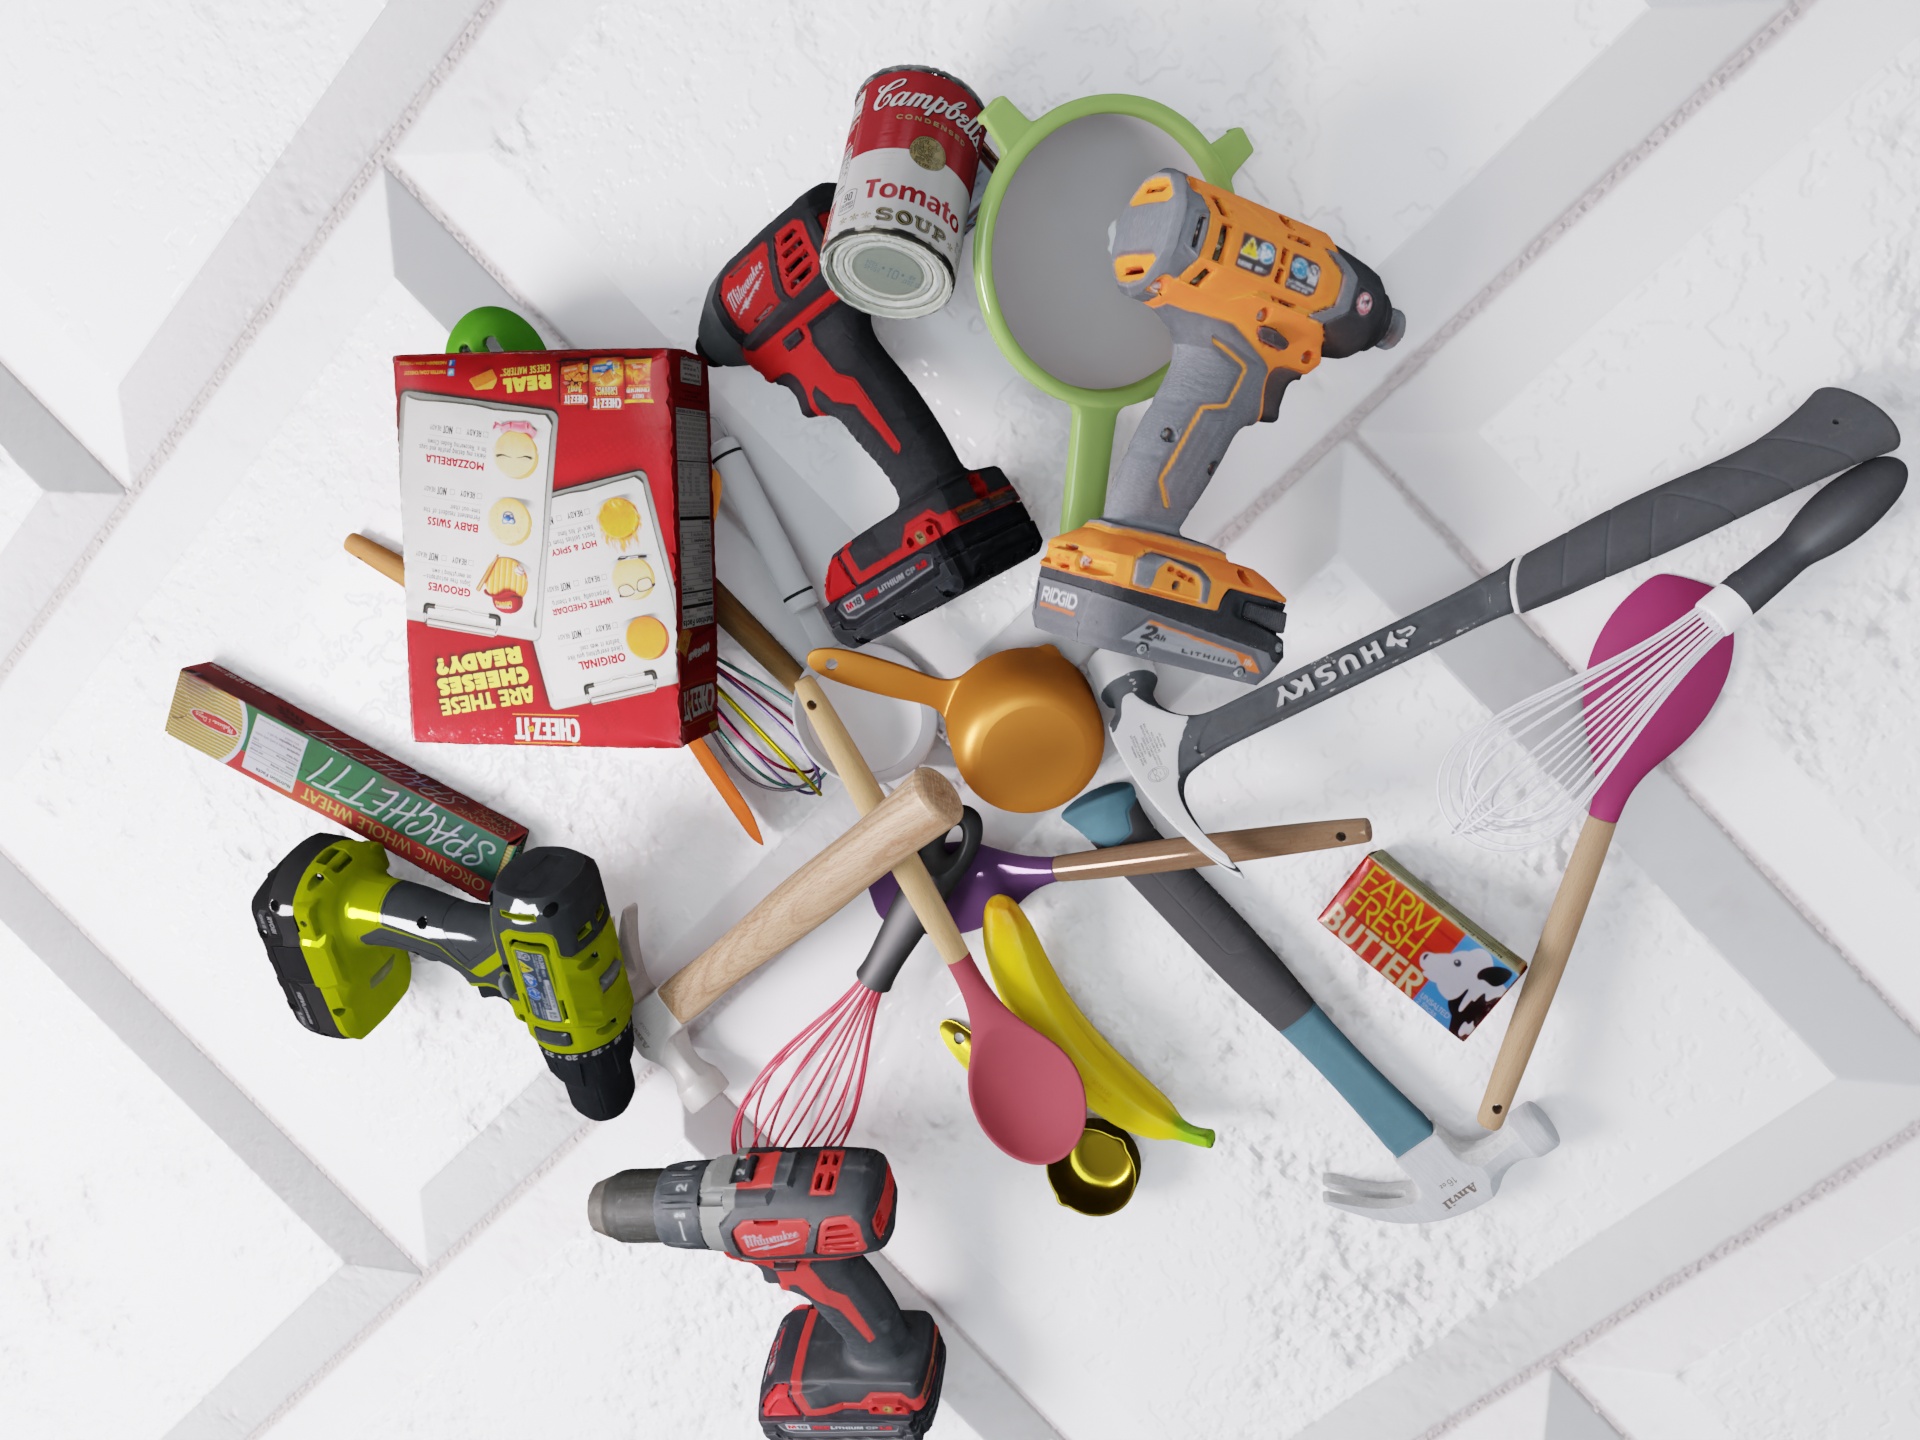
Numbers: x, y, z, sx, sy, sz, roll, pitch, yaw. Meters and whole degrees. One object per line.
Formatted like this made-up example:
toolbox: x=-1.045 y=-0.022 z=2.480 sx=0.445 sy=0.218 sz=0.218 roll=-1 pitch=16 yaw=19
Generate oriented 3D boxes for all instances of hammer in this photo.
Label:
hammer: x=0.270 y=-0.057 z=0.817 sx=0.409 sy=0.036 sz=0.149 roll=-26 pitch=60 yaw=13
hammer: x=0.186 y=0.160 z=0.923 sx=0.128 sy=0.033 sz=0.331 roll=-43 pitch=92 yaw=19
hammer: x=-0.111 y=0.118 z=0.930 sx=0.130 sy=0.031 sz=0.331 roll=51 pitch=128 yaw=2

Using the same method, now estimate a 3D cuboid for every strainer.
strainer: x=0.060 y=-0.189 z=0.829 sx=0.151 sy=0.069 sz=0.256 roll=-3 pitch=109 yaw=-24
strainer: x=-0.088 y=-0.062 z=0.923 sx=0.087 sy=0.050 sz=0.258 roll=-28 pitch=91 yaw=-22

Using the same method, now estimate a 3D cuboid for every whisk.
whisk: x=-0.167 y=-0.044 z=0.946 sx=0.245 sy=0.047 sz=0.051 roll=45 pitch=111 yaw=2
whisk: x=-0.060 y=0.172 z=0.963 sx=0.073 sy=0.073 sz=0.295 roll=30 pitch=110 yaw=4
whisk: x=0.359 y=-0.034 z=0.801 sx=0.284 sy=0.070 sz=0.070 roll=-42 pitch=93 yaw=7

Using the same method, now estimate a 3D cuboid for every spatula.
spatula: x=-0.246 y=-0.027 z=0.966 sx=0.322 sy=0.081 sz=0.041 roll=29 pitch=73 yaw=8
spatula: x=0.078 y=0.083 z=0.902 sx=0.316 sy=0.018 sz=0.059 roll=-11 pitch=103 yaw=31

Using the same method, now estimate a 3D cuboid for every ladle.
ladle: x=-0.015 y=0.114 z=0.904 sx=0.069 sy=0.031 sz=0.315 roll=-25 pitch=101 yaw=15

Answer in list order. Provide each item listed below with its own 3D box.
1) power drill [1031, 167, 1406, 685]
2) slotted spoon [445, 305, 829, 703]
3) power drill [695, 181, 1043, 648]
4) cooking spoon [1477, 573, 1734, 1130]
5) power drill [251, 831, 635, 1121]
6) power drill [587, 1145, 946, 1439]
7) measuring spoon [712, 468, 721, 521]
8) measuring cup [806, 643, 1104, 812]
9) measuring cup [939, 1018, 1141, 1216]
power drill: x=0.135 y=-0.138 z=0.795 sx=0.164 sy=0.084 sz=0.226 roll=11 pitch=97 yaw=-27
slotted spoon: x=-0.191 y=-0.120 z=0.939 sx=0.313 sy=0.031 sz=0.070 roll=46 pitch=110 yaw=-3
power drill: x=-0.061 y=-0.160 z=0.861 sx=0.143 sy=0.078 sz=0.219 roll=-24 pitch=94 yaw=44
cooking spoon: x=0.338 y=0.077 z=0.858 sx=0.069 sy=0.017 sz=0.319 roll=18 pitch=101 yaw=8
power drill: x=-0.309 y=0.159 z=0.994 sx=0.228 sy=0.080 sz=0.190 roll=7 pitch=124 yaw=19
power drill: x=-0.113 y=0.350 z=0.982 sx=0.188 sy=0.080 sz=0.226 roll=-6 pitch=124 yaw=15
measuring spoon: x=-0.162 y=-0.090 z=0.915 sx=0.021 sy=0.011 sz=0.117 roll=24 pitch=102 yaw=11
measuring cup: x=-0.001 y=-0.003 z=0.881 sx=0.173 sy=0.052 sz=0.095 roll=16 pitch=111 yaw=-15
measuring cup: x=0.048 y=0.239 z=0.987 sx=0.156 sy=0.029 sz=0.062 roll=44 pitch=110 yaw=11
